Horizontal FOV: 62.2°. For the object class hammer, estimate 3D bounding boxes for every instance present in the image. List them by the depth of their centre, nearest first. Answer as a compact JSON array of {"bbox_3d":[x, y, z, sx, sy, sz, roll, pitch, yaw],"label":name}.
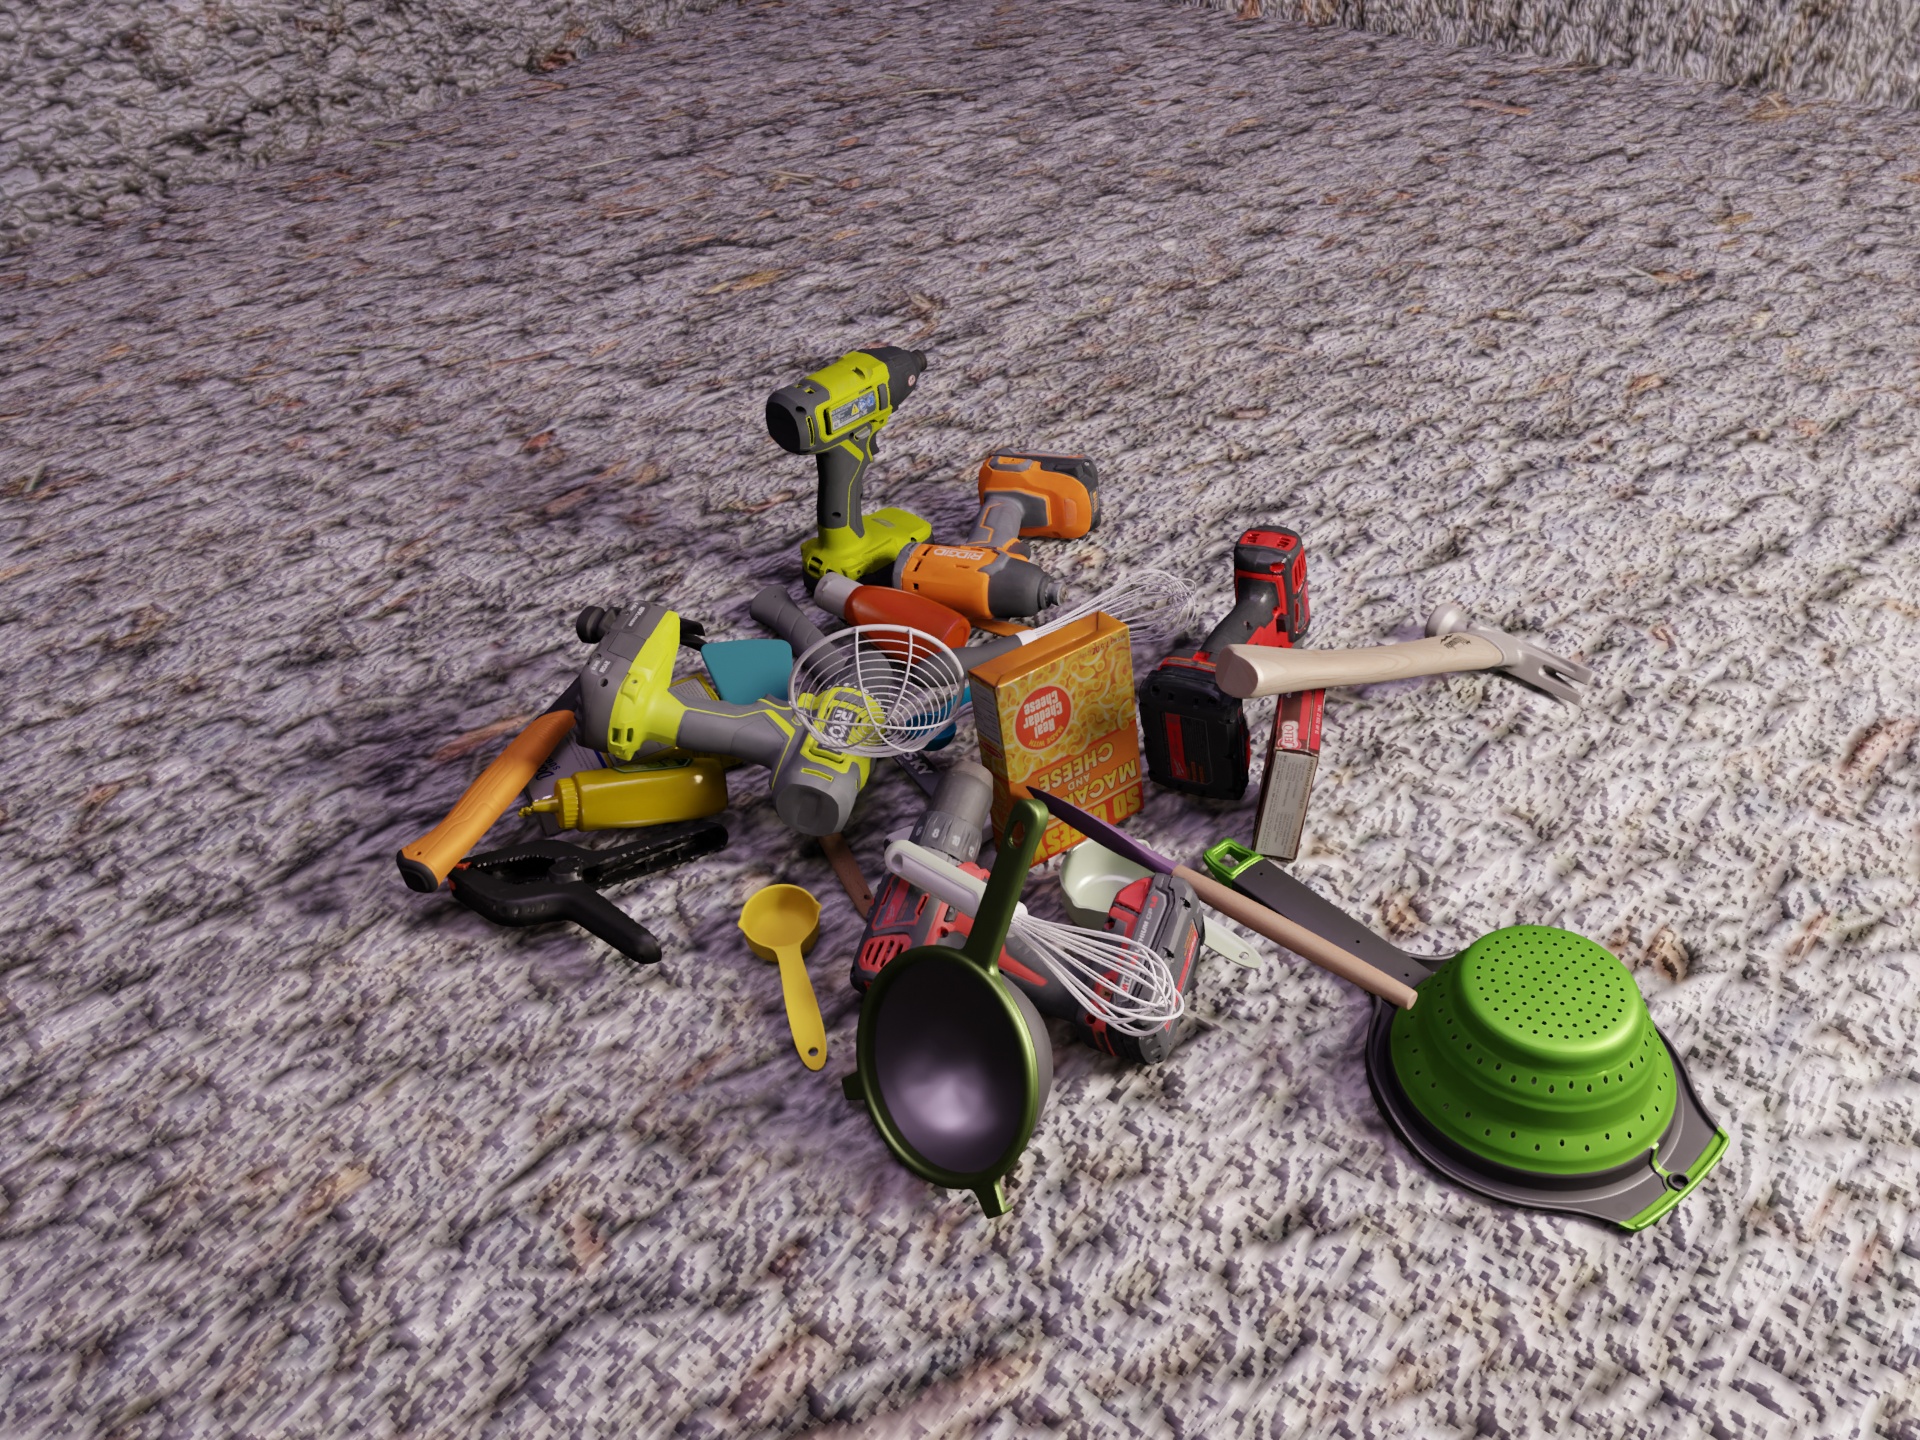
[{"bbox_3d":[0.339,-0.041,1.226,0.410,0.038,0.146,-7,30,-46],"label":"hammer"},{"bbox_3d":[-0.333,0.017,1.285,0.127,0.034,0.337,9,42,22],"label":"hammer"},{"bbox_3d":[-0.080,-0.015,1.368,0.149,0.036,0.409,-21,41,-21],"label":"hammer"}]

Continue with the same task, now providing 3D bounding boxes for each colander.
[{"bbox_3d":[0.313,0.160,1.056,0.204,0.094,0.397,-28,44,-28],"label":"colander"}]

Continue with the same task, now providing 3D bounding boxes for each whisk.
[{"bbox_3d":[0.040,0.134,1.030,0.246,0.057,0.059,26,24,36],"label":"whisk"},{"bbox_3d":[0.085,-0.075,1.396,0.284,0.070,0.070,-18,40,-21],"label":"whisk"}]

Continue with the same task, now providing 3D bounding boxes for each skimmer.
[{"bbox_3d":[0.012,-0.041,1.259,0.090,0.127,0.363,53,33,14],"label":"skimmer"}]

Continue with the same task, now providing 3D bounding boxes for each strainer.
[{"bbox_3d":[0.023,0.165,0.992,0.152,0.256,0.069,30,19,38],"label":"strainer"}]

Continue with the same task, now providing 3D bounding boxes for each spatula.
[{"bbox_3d":[0.167,0.115,1.083,0.316,0.059,0.018,28,76,34],"label":"spatula"},{"bbox_3d":[-0.128,0.043,1.282,0.082,0.044,0.318,-4,39,-28],"label":"spatula"}]

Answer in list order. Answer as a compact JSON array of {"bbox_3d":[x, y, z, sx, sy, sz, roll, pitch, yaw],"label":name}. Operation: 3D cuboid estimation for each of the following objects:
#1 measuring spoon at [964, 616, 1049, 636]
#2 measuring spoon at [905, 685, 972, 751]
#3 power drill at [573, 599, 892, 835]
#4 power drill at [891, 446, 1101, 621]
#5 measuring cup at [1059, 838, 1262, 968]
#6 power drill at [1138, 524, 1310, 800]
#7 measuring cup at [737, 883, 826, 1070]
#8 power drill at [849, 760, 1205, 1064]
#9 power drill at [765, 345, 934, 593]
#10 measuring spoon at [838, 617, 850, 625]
[{"bbox_3d":[0.044,-0.087,1.465,0.117,0.011,0.021,16,43,24],"label":"measuring spoon"},{"bbox_3d":[-0.002,-0.004,1.313,0.042,0.021,0.128,18,32,26],"label":"measuring spoon"},{"bbox_3d":[-0.170,-0.015,1.256,0.228,0.080,0.191,17,40,1],"label":"power drill"},{"bbox_3d":[0.055,-0.171,1.506,0.164,0.084,0.227,11,40,24],"label":"power drill"},{"bbox_3d":[0.144,0.143,1.144,0.168,0.038,0.083,30,52,31],"label":"measuring cup"},{"bbox_3d":[0.227,-0.044,1.300,0.078,0.143,0.220,13,47,27],"label":"power drill"},{"bbox_3d":[-0.118,0.186,1.132,0.062,0.029,0.157,-12,50,-10],"label":"measuring cup"},{"bbox_3d":[0.051,0.128,1.101,0.227,0.080,0.188,12,63,22],"label":"power drill"},{"bbox_3d":[-0.091,-0.233,1.493,0.171,0.223,0.080,-34,47,-32],"label":"power drill"},{"bbox_3d":[-0.064,-0.080,1.469,0.124,0.018,0.034,32,72,29],"label":"measuring spoon"}]
